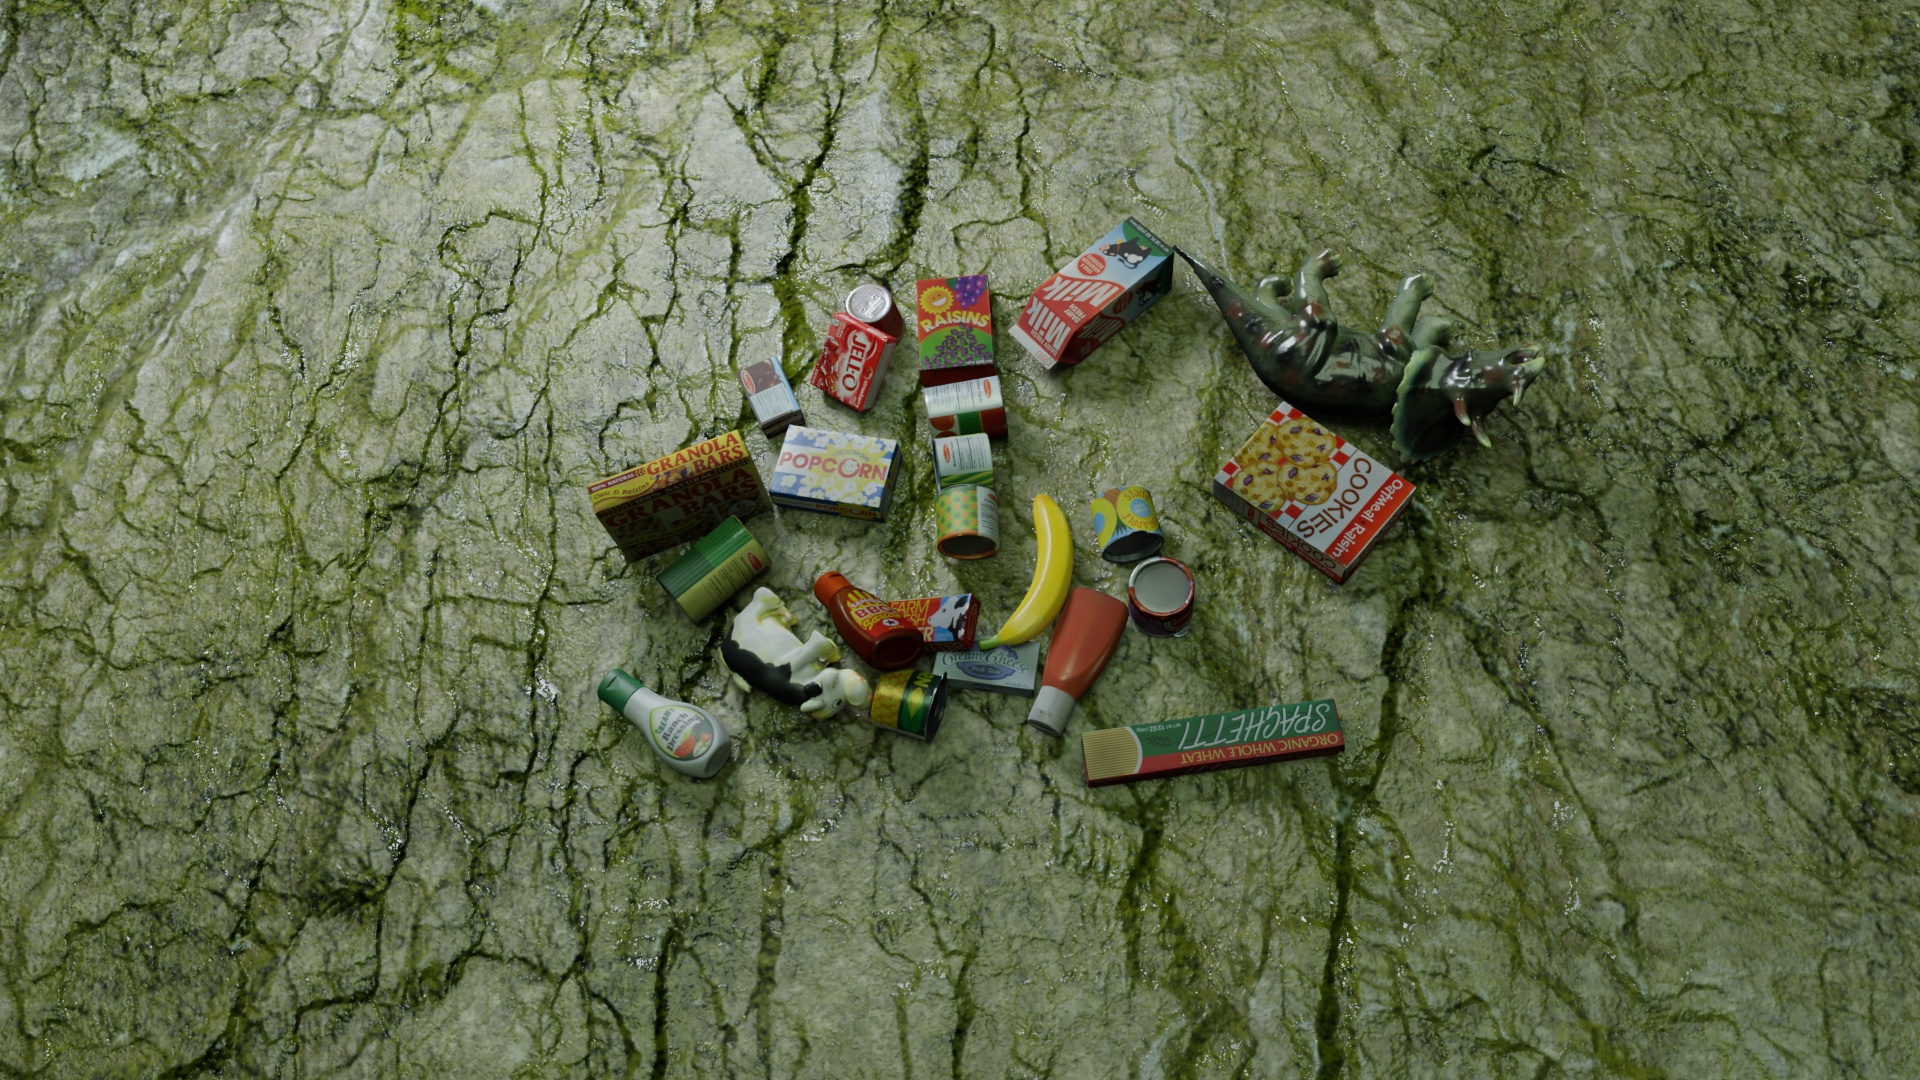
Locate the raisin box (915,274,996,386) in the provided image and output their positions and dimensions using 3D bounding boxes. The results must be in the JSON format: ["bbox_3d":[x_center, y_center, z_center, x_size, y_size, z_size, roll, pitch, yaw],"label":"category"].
[{"bbox_3d":[-0.005,-0.239,1.575,0.086,0.040,0.124,-5,65,4],"label":"raisin box"}]

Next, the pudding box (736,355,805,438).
[{"bbox_3d":[-0.213,-0.162,1.563,0.050,0.030,0.084,-25,64,-5],"label":"pudding box"}]

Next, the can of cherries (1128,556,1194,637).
[{"bbox_3d":[0.204,0.058,1.396,0.071,0.058,0.072,-2,63,5],"label":"can of cherries"}]

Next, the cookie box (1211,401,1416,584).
[{"bbox_3d":[0.366,-0.051,1.444,0.168,0.040,0.123,38,72,22],"label":"cookie box"}]

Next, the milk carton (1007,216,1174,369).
[{"bbox_3d":[0.146,-0.269,1.555,0.191,0.073,0.072,-38,67,-13],"label":"milk carton"}]

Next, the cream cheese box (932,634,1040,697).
[{"bbox_3d":[0.027,0.124,1.401,0.104,0.024,0.053,6,63,9],"label":"cream cheese box"}]

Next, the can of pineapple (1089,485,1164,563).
[{"bbox_3d":[0.172,-0.017,1.431,0.071,0.070,0.058,-12,63,0],"label":"can of pineapple"}]

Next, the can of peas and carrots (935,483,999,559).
[{"bbox_3d":[0.005,-0.018,1.451,0.071,0.070,0.059,-4,64,4],"label":"can of peas and carrots"}]

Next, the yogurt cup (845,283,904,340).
[{"bbox_3d":[-0.101,-0.256,1.585,0.072,0.053,0.072,-2,64,5],"label":"yogurt cup"}]

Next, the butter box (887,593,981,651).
[{"bbox_3d":[-0.031,0.085,1.403,0.103,0.024,0.053,-7,57,31],"label":"butter box"}]

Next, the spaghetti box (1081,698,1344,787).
[{"bbox_3d":[0.243,0.195,1.341,0.250,0.028,0.050,-8,64,2],"label":"spaghetti box"}]

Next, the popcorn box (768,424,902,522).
[{"bbox_3d":[-0.135,-0.073,1.506,0.127,0.038,0.085,9,65,10],"label":"popcorn box"}]

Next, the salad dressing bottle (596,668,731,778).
[{"bbox_3d":[-0.299,0.181,1.394,0.148,0.043,0.064,30,69,19],"label":"salad dressing bottle"}]

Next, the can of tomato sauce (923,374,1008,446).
[{"bbox_3d":[0.007,-0.139,1.511,0.083,0.071,0.071,-10,63,1],"label":"can of tomato sauce"}]

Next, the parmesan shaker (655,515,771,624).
[{"bbox_3d":[-0.260,0.029,1.450,0.103,0.071,0.071,-40,67,-13],"label":"parmesan shaker"}]

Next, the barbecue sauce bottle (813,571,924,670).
[{"bbox_3d":[-0.099,0.078,1.396,0.065,0.043,0.149,-6,27,-33],"label":"barbecue sauce bottle"}]

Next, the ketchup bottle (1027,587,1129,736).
[{"bbox_3d":[0.112,0.121,1.382,0.065,0.043,0.149,18,67,22],"label":"ketchup bottle"}]

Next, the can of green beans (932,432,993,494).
[{"bbox_3d":[0.003,-0.079,1.478,0.058,0.071,0.071,-7,63,-4],"label":"can of green beans"}]

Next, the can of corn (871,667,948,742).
[{"bbox_3d":[-0.049,0.156,1.367,0.058,0.071,0.071,14,66,13],"label":"can of corn"}]

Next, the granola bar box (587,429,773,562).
[{"bbox_3d":[-0.292,-0.046,1.461,0.166,0.123,0.039,-21,65,-5],"label":"granola bar box"}]
